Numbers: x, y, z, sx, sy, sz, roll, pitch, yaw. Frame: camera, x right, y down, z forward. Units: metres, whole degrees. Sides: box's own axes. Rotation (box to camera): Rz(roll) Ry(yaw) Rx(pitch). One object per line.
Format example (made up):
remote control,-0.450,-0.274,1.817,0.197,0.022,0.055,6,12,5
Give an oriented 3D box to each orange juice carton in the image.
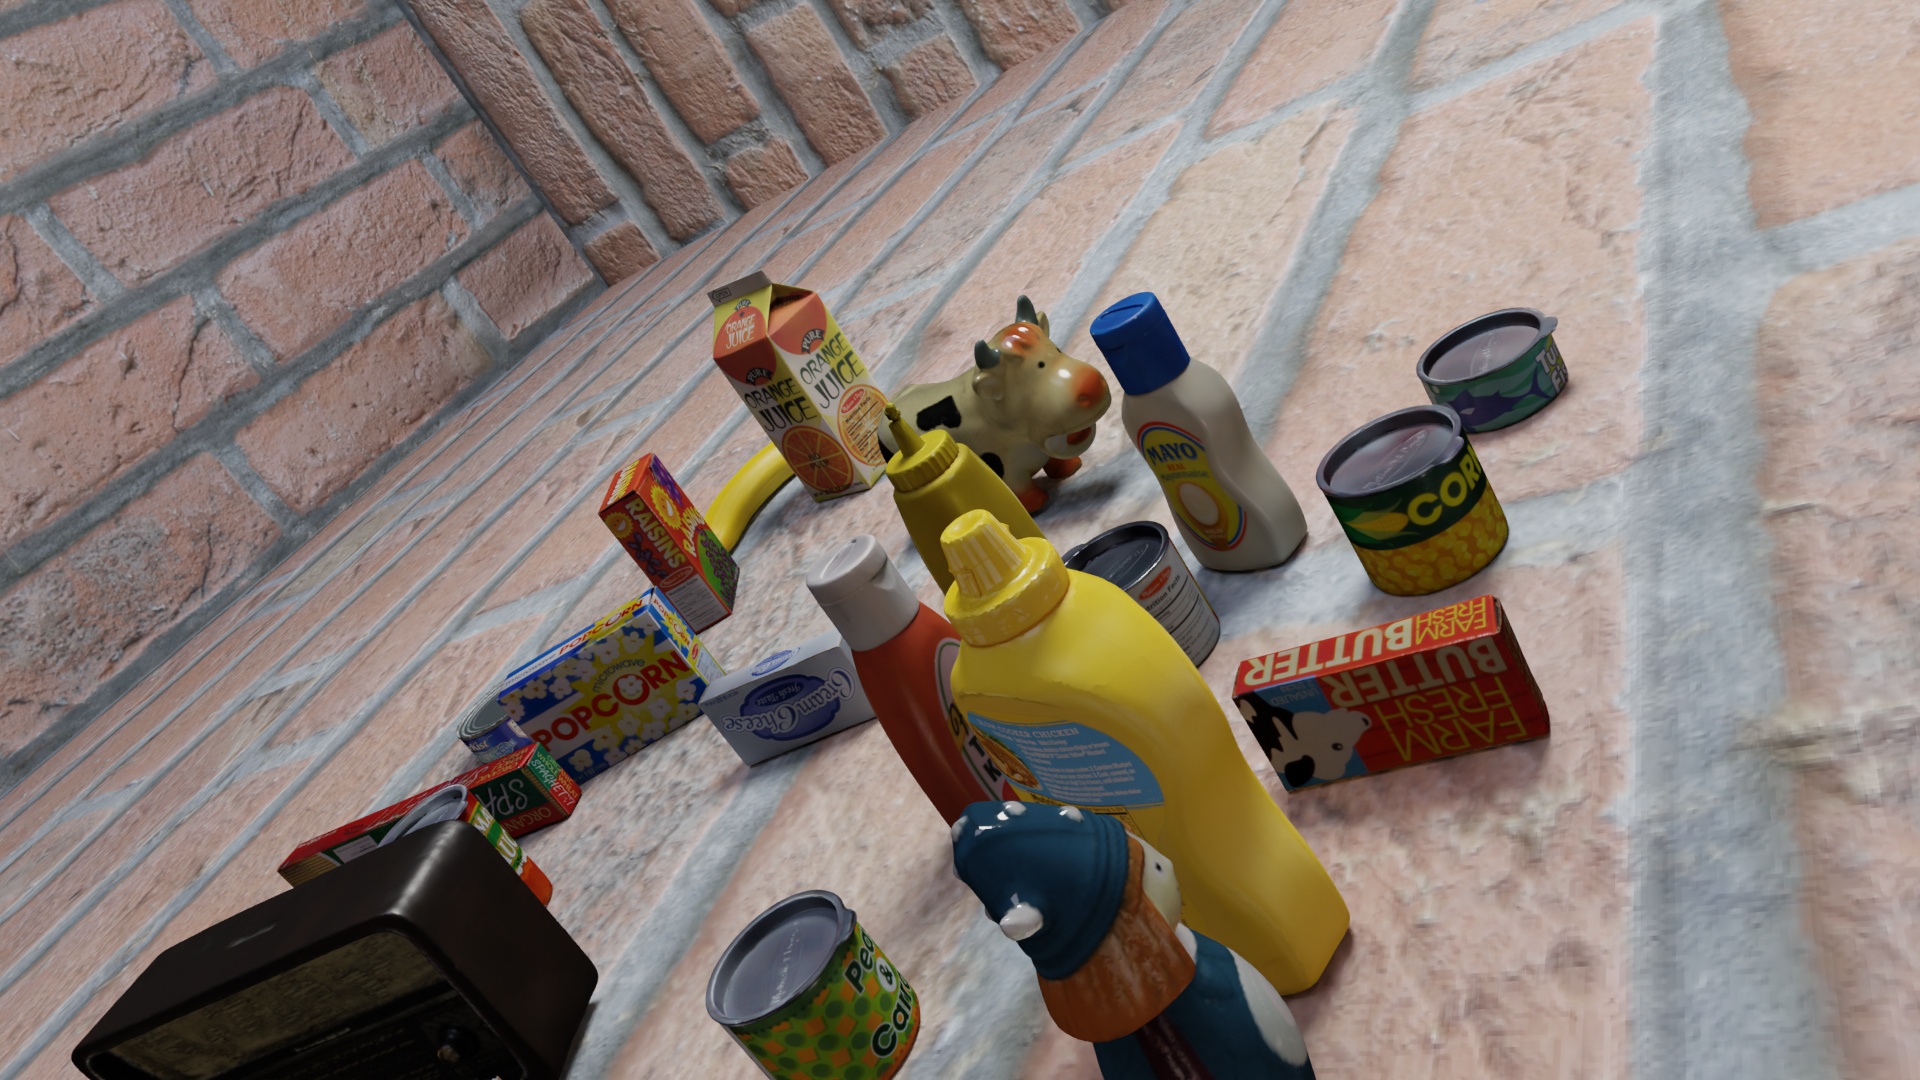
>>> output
orange juice carton,-0.130,-0.132,1.132,0.071,0.192,0.073,-13,30,43

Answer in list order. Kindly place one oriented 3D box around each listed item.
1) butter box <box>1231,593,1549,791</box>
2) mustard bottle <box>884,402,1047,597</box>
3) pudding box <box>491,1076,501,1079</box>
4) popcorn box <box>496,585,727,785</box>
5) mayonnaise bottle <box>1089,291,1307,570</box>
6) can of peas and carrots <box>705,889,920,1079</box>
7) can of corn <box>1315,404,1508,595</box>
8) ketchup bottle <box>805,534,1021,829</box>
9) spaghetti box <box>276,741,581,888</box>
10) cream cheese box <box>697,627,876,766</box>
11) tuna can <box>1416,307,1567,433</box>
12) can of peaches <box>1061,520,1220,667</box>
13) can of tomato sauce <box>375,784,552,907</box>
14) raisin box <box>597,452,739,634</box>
butter box,0.160,0.059,0.521,0.103,0.053,0.024,-20,25,31
mustard bottle,0.003,-0.009,0.738,0.048,0.160,0.066,-18,27,35
pudding box,-0.215,0.277,0.590,0.084,0.049,0.030,-39,22,-14
popcorn box,-0.235,0.100,0.940,0.126,0.085,0.038,-30,22,9
mayonnaise bottle,0.114,-0.052,0.689,0.064,0.147,0.041,-4,36,51
can of peas and carrots,-0.056,0.183,0.555,0.071,0.058,0.071,-29,22,13
can of corn,0.202,-0.017,0.615,0.071,0.058,0.071,-29,22,13
ketchup bottle,-0.015,0.065,0.622,0.043,0.148,0.065,-17,27,37
spaghetti box,-0.370,0.202,0.961,0.249,0.050,0.029,-24,24,23
cream cheese box,-0.095,0.091,0.807,0.103,0.053,0.024,-24,24,23
tuna can,0.270,-0.086,0.699,0.071,0.032,0.071,-28,22,13
can of peaches,0.083,0.033,0.676,0.071,0.058,0.071,-29,22,13
can of tomato sauce,-0.291,0.196,0.821,0.071,0.083,0.071,-29,22,13
raisin box,-0.223,0.001,1.077,0.040,0.123,0.086,-30,22,10
